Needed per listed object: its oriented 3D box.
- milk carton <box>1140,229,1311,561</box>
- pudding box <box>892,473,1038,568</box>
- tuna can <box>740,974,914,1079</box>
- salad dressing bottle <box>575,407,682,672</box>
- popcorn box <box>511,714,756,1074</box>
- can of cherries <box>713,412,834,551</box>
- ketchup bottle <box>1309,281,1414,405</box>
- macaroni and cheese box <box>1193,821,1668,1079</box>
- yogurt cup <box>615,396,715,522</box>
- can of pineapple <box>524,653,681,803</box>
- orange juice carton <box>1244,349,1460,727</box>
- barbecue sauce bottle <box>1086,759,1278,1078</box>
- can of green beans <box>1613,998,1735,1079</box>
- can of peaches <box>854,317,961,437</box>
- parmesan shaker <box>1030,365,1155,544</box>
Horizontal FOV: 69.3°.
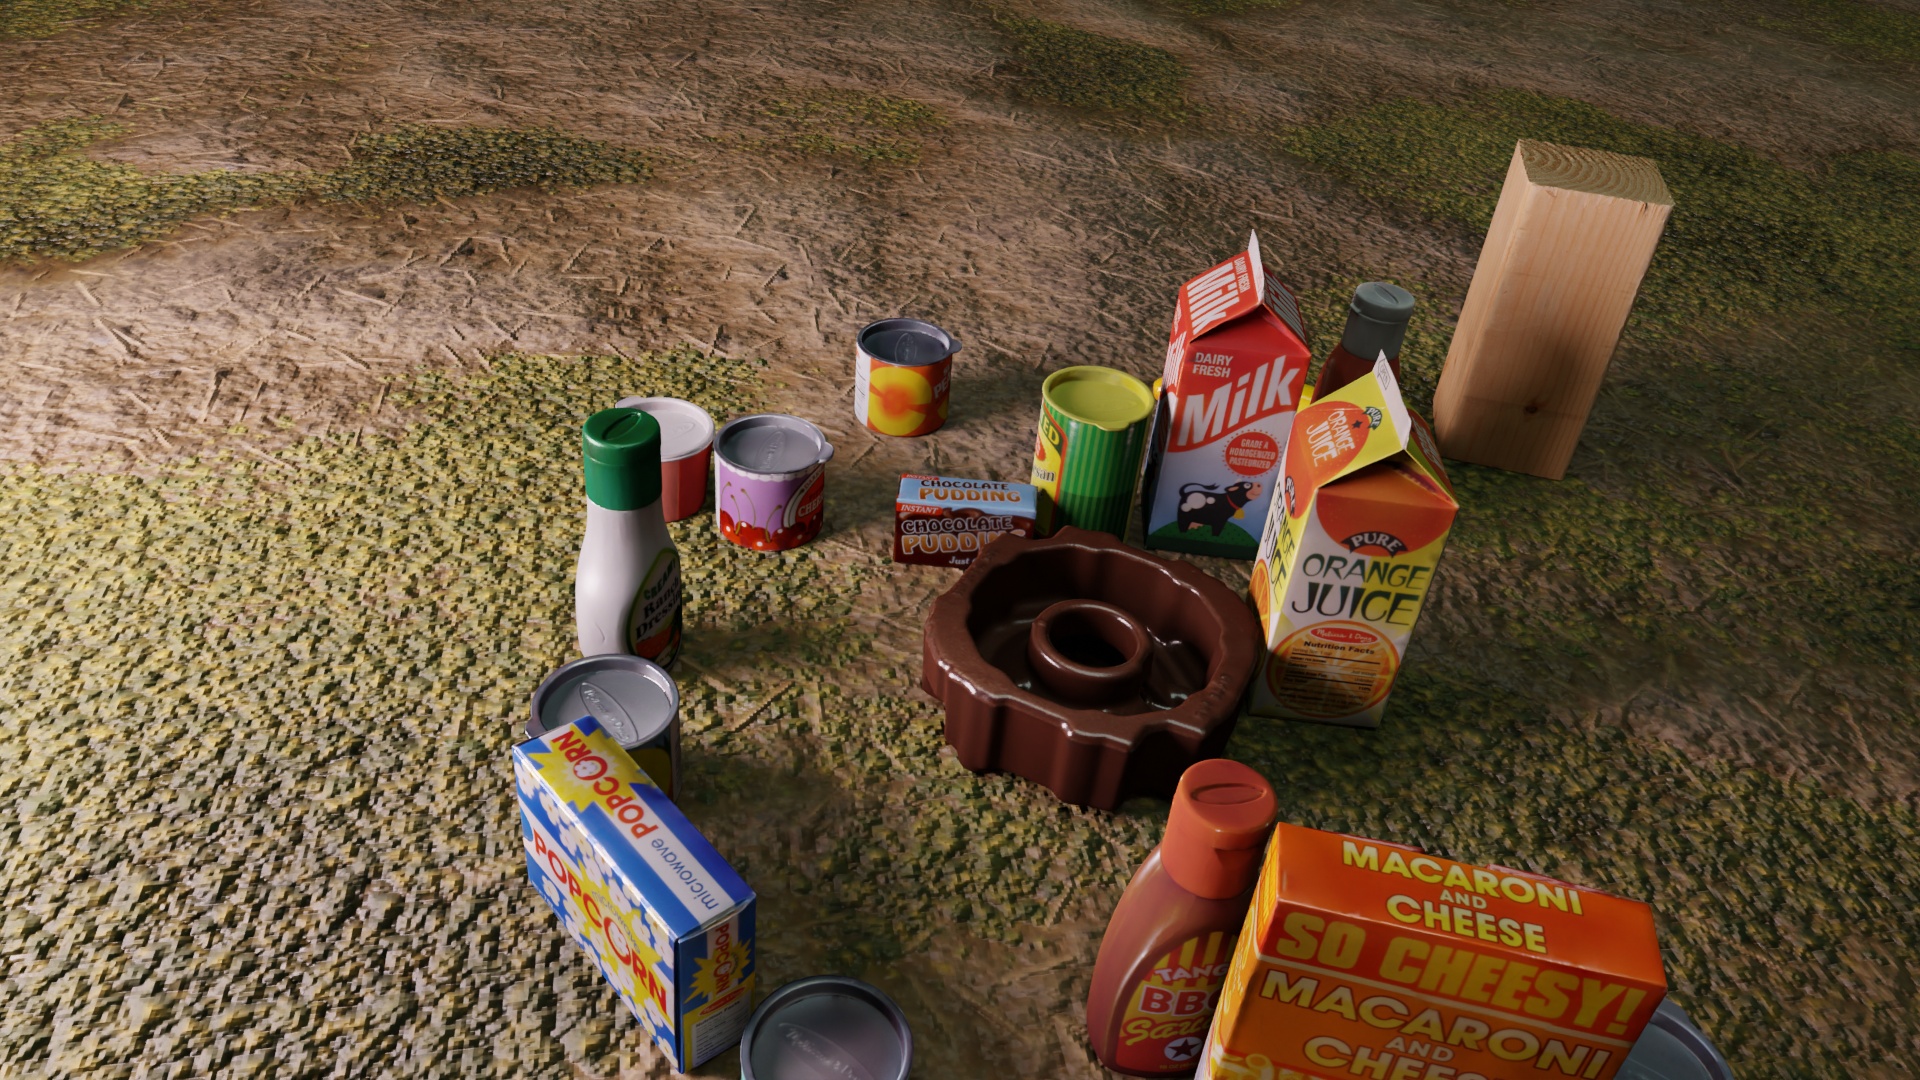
[{"bbox_3d":[0.160,-0.086,0.835,0.073,0.189,0.073,6,36,0],"label":"milk carton"},{"bbox_3d":[0.003,-0.010,0.827,0.084,0.049,0.030,5,36,-1],"label":"pudding box"},{"bbox_3d":[-0.054,0.207,0.538,0.071,0.032,0.071,4,36,-3],"label":"tuna can"},{"bbox_3d":[-0.167,0.005,0.699,0.044,0.146,0.064,18,38,16],"label":"salad dressing bottle"},{"bbox_3d":[-0.134,0.143,0.570,0.038,0.084,0.127,-25,46,-35],"label":"popcorn box"},{"bbox_3d":[-0.112,-0.034,0.836,0.071,0.058,0.072,4,36,-3],"label":"can of cherries"},{"bbox_3d":[0.253,-0.091,0.891,0.043,0.148,0.065,-4,37,-14],"label":"ketchup bottle"},{"bbox_3d":[0.154,0.180,0.494,0.124,0.165,0.040,11,36,7],"label":"macaroni and cheese box"},{"bbox_3d":[-0.183,-0.047,0.846,0.072,0.053,0.073,4,36,-3],"label":"yogurt cup"},{"bbox_3d":[-0.166,0.096,0.651,0.071,0.057,0.071,4,36,-3],"label":"can of pineapple"},{"bbox_3d":[0.200,0.002,0.720,0.073,0.191,0.072,6,36,0],"label":"orange juice carton"},{"bbox_3d":[0.090,0.149,0.541,0.065,0.147,0.044,-2,37,-11],"label":"barbecue sauce bottle"},{"bbox_3d":[0.258,0.222,0.543,0.071,0.057,0.071,4,36,-3],"label":"can of green beans"},{"bbox_3d":[-0.037,-0.112,0.952,0.071,0.057,0.071,4,36,-3],"label":"can of peaches"},{"bbox_3d":[0.077,-0.043,0.838,0.071,0.102,0.072,4,36,-3],"label":"parmesan shaker"}]
